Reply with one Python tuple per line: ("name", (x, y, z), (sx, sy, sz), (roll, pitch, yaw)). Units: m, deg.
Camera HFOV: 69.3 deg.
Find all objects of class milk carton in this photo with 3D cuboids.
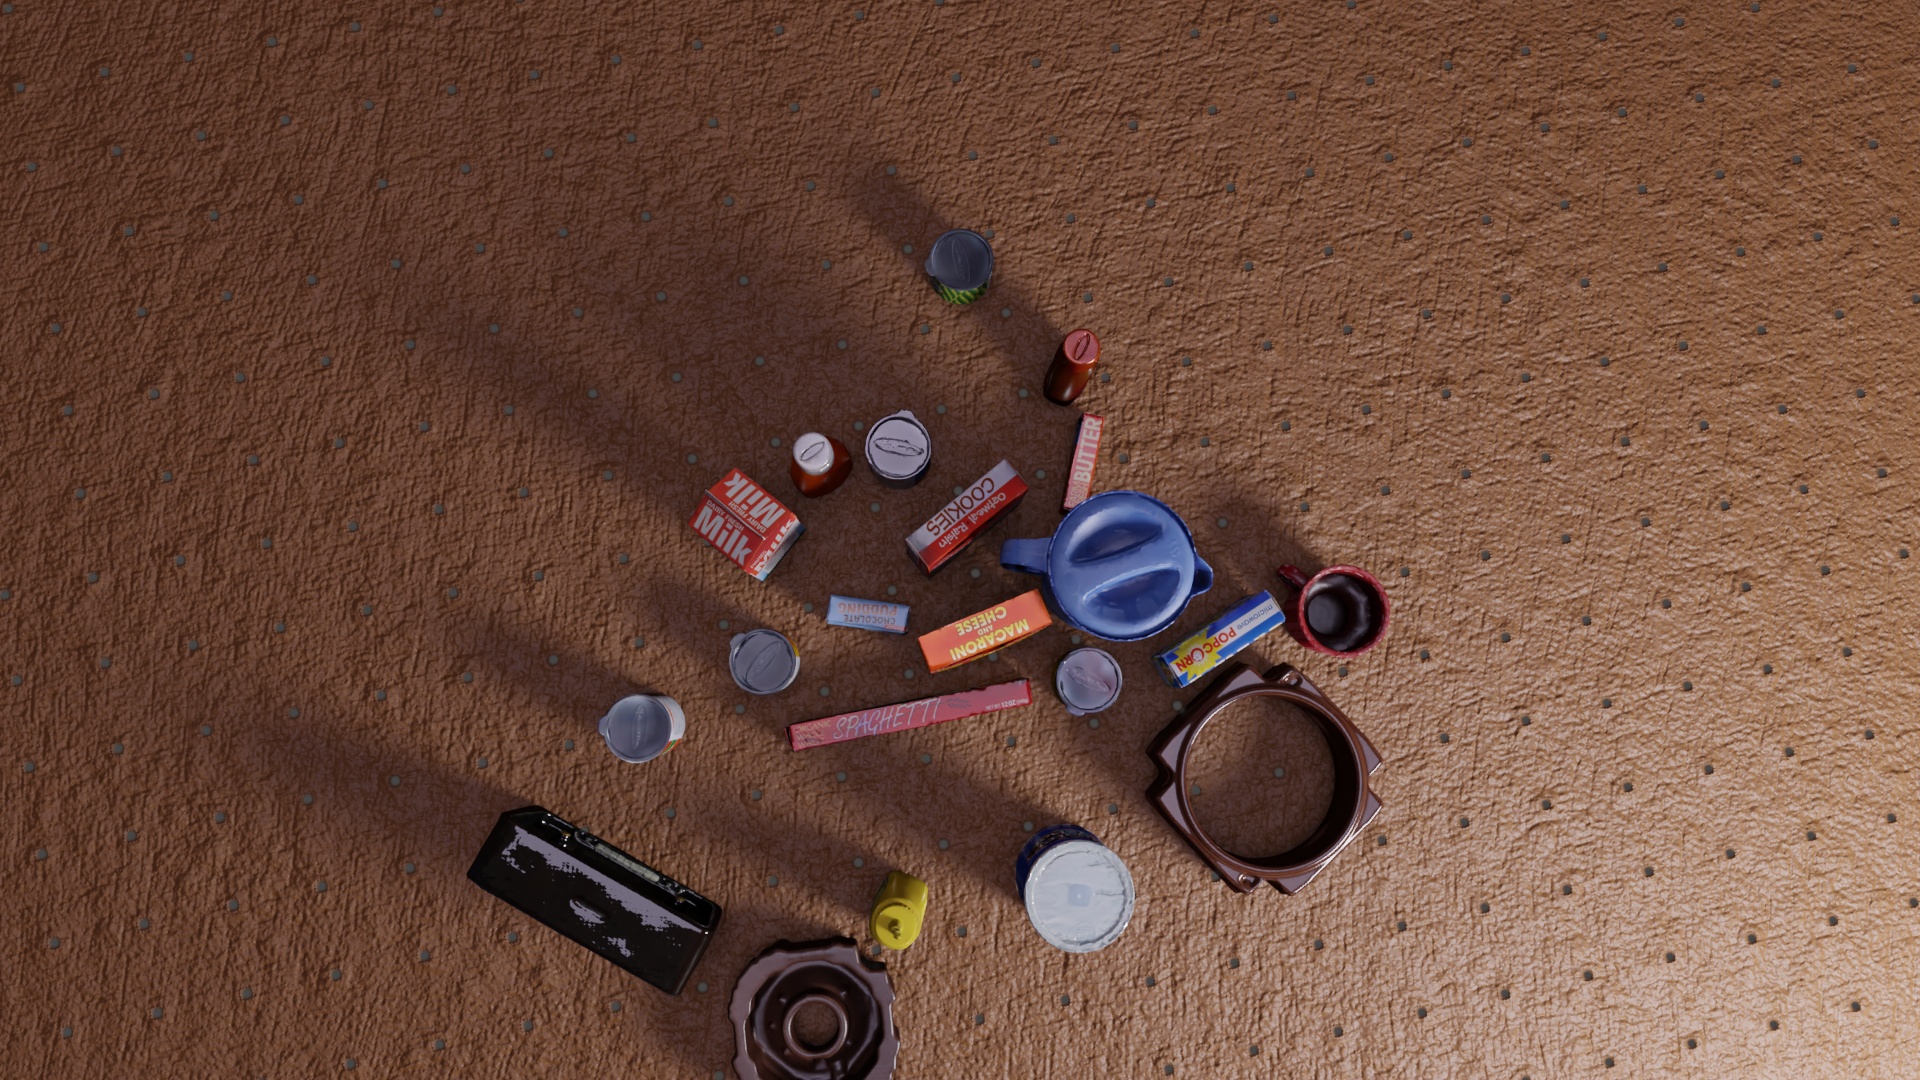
("milk carton", (-0.207, -0.015, 1.349), (0.072, 0.190, 0.073), (39, 85, 2))

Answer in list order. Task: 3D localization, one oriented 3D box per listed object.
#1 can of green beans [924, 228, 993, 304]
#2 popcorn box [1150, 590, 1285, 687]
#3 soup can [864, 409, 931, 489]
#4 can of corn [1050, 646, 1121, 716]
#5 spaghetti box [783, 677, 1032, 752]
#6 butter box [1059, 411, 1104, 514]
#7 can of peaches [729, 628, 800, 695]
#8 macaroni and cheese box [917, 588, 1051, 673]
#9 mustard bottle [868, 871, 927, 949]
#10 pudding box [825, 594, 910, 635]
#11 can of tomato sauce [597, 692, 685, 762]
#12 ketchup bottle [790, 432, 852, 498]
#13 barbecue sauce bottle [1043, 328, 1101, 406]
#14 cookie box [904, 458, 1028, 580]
("can of green beans", (0.000, -0.285, 1.450), (0.071, 0.058, 0.071), (0, 85, -2))
("popcorn box", (0.259, 0.100, 1.405), (0.127, 0.085, 0.038), (-32, 86, -4))
("soup can", (-0.062, -0.092, 1.415), (0.071, 0.083, 0.071), (0, 85, -2))
("can of corn", (0.126, 0.144, 1.410), (0.071, 0.058, 0.071), (0, 85, -2))
("spaghetti box", (-0.051, 0.176, 1.405), (0.250, 0.050, 0.028), (-11, 85, -3))
("butter box", (0.125, -0.077, 1.435), (0.024, 0.053, 0.103), (12, 84, 0))
("can of peaches", (-0.198, 0.121, 1.403), (0.071, 0.058, 0.071), (0, 85, -2))
("macaroni and cheese box", (0.021, 0.091, 1.358), (0.124, 0.166, 0.040), (-22, 86, -4))
("mustard bottle", (-0.061, 0.359, 1.331), (0.049, 0.160, 0.065), (22, 85, 0))
("pudding box", (-0.094, 0.076, 1.414), (0.084, 0.049, 0.030), (8, 85, -1))
("can of tomato sauce", (-0.315, 0.185, 1.380), (0.071, 0.083, 0.071), (0, 85, -2))
("ketchup bottle", (-0.141, -0.077, 1.379), (0.065, 0.148, 0.043), (-37, 87, -4))
("barbecue sauce bottle", (0.114, -0.178, 1.397), (0.044, 0.148, 0.065), (26, 85, 1))
("cookie box", (0.005, -0.017, 1.368), (0.123, 0.167, 0.040), (-40, 87, -5))
